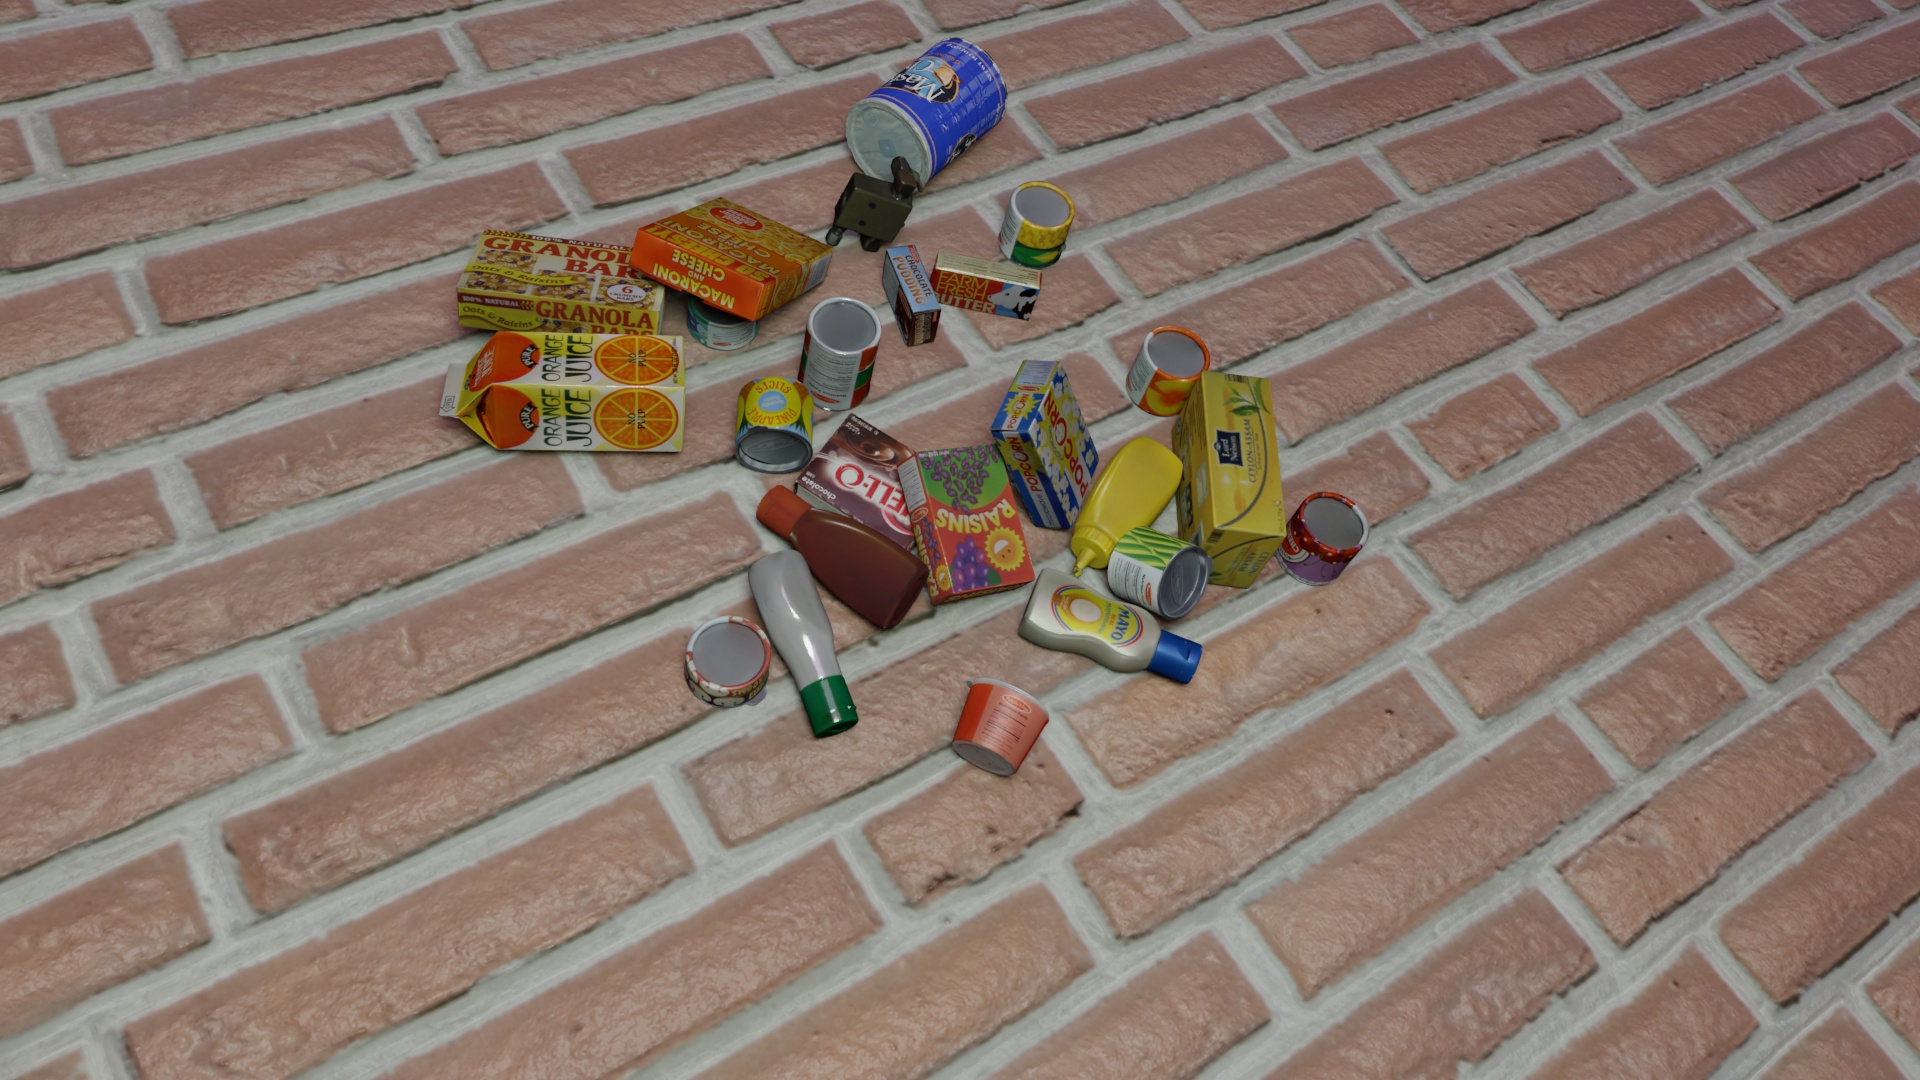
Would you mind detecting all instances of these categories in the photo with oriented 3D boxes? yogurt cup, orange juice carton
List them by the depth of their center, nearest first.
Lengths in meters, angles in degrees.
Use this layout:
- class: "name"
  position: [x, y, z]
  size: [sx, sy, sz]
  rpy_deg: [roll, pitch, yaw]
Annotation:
- class: "yogurt cup"
  position: [0.029, 0.147, 1.080]
  size: [0.072, 0.072, 0.054]
  rpy_deg: [26, 65, 4]
- class: "orange juice carton"
  position: [-0.328, -0.124, 1.153]
  size: [0.193, 0.072, 0.072]
  rpy_deg: [0, 45, -13]

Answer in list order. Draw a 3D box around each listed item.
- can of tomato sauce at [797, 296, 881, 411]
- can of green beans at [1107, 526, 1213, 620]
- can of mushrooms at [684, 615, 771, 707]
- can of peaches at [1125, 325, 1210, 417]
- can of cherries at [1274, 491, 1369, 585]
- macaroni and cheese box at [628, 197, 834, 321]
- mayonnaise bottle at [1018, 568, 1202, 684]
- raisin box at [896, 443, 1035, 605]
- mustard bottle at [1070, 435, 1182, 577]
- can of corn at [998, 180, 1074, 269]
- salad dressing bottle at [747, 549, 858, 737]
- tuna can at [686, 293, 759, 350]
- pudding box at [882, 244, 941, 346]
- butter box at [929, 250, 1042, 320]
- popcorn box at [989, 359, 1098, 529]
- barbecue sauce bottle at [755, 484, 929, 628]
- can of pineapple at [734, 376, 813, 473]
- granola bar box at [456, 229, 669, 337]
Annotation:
- class: "can of tomato sauce"
  position: [-0.107, -0.167, 1.232]
  size: [0.071, 0.082, 0.071]
  rpy_deg: [6, 58, -9]
- class: "can of green beans"
  position: [0.167, 0.027, 1.173]
  size: [0.071, 0.071, 0.058]
  rpy_deg: [-35, 39, -28]
- class: "can of mushrooms"
  position: [-0.179, 0.095, 1.082]
  size: [0.071, 0.033, 0.071]
  rpy_deg: [6, 57, -9]
- class: "can of peaches"
  position: [0.198, -0.160, 1.312]
  size: [0.071, 0.057, 0.071]
  rpy_deg: [6, 58, -9]
- class: "can of cherries"
  position: [0.320, -0.002, 1.241]
  size: [0.071, 0.058, 0.072]
  rpy_deg: [6, 58, -10]
- class: "macaroni and cheese box"
  position: [-0.201, -0.253, 1.244]
  size: [0.124, 0.040, 0.167]
  rpy_deg: [25, 27, 6]
- class: "mayonnaise bottle"
  position: [0.126, 0.076, 1.158]
  size: [0.148, 0.041, 0.065]
  rpy_deg: [21, 59, 1]
- class: "raisin box"
  position: [0.004, -0.015, 1.160]
  size: [0.086, 0.040, 0.123]
  rpy_deg: [-8, 78, -34]
- class: "mustard bottle"
  position: [0.136, -0.023, 1.218]
  size: [0.065, 0.048, 0.161]
  rpy_deg: [36, 58, 5]
- class: "can of corn"
  position: [0.078, -0.313, 1.380]
  size: [0.071, 0.058, 0.071]
  rpy_deg: [6, 58, -9]
- class: "salad dressing bottle"
  position: [-0.122, 0.081, 1.092]
  size: [0.044, 0.064, 0.148]
  rpy_deg: [-29, 70, 16]
- class: "tuna can"
  position: [-0.216, -0.210, 1.264]
  size: [0.071, 0.032, 0.071]
  rpy_deg: [6, 58, -10]
- class: "pudding box"
  position: [-0.047, -0.230, 1.305]
  size: [0.030, 0.049, 0.084]
  rpy_deg: [-12, 61, -17]
- class: "butter box"
  position: [0.022, -0.243, 1.327]
  size: [0.103, 0.053, 0.024]
  rpy_deg: [10, 60, -6]
- class: "popcorn box"
  position: [0.075, -0.081, 1.197]
  size: [0.038, 0.126, 0.085]
  rpy_deg: [5, 52, 30]
- class: "barbecue sauce bottle"
  position: [-0.101, 0.008, 1.142]
  size: [0.149, 0.044, 0.064]
  rpy_deg: [34, 100, 15]
- class: "can of pineapple"
  position: [-0.159, -0.100, 1.186]
  size: [0.071, 0.070, 0.058]
  rpy_deg: [4, 57, -10]
- class: "granola bar box"
  position: [-0.342, -0.221, 1.214]
  size: [0.166, 0.038, 0.125]
  rpy_deg: [5, 35, -10]
